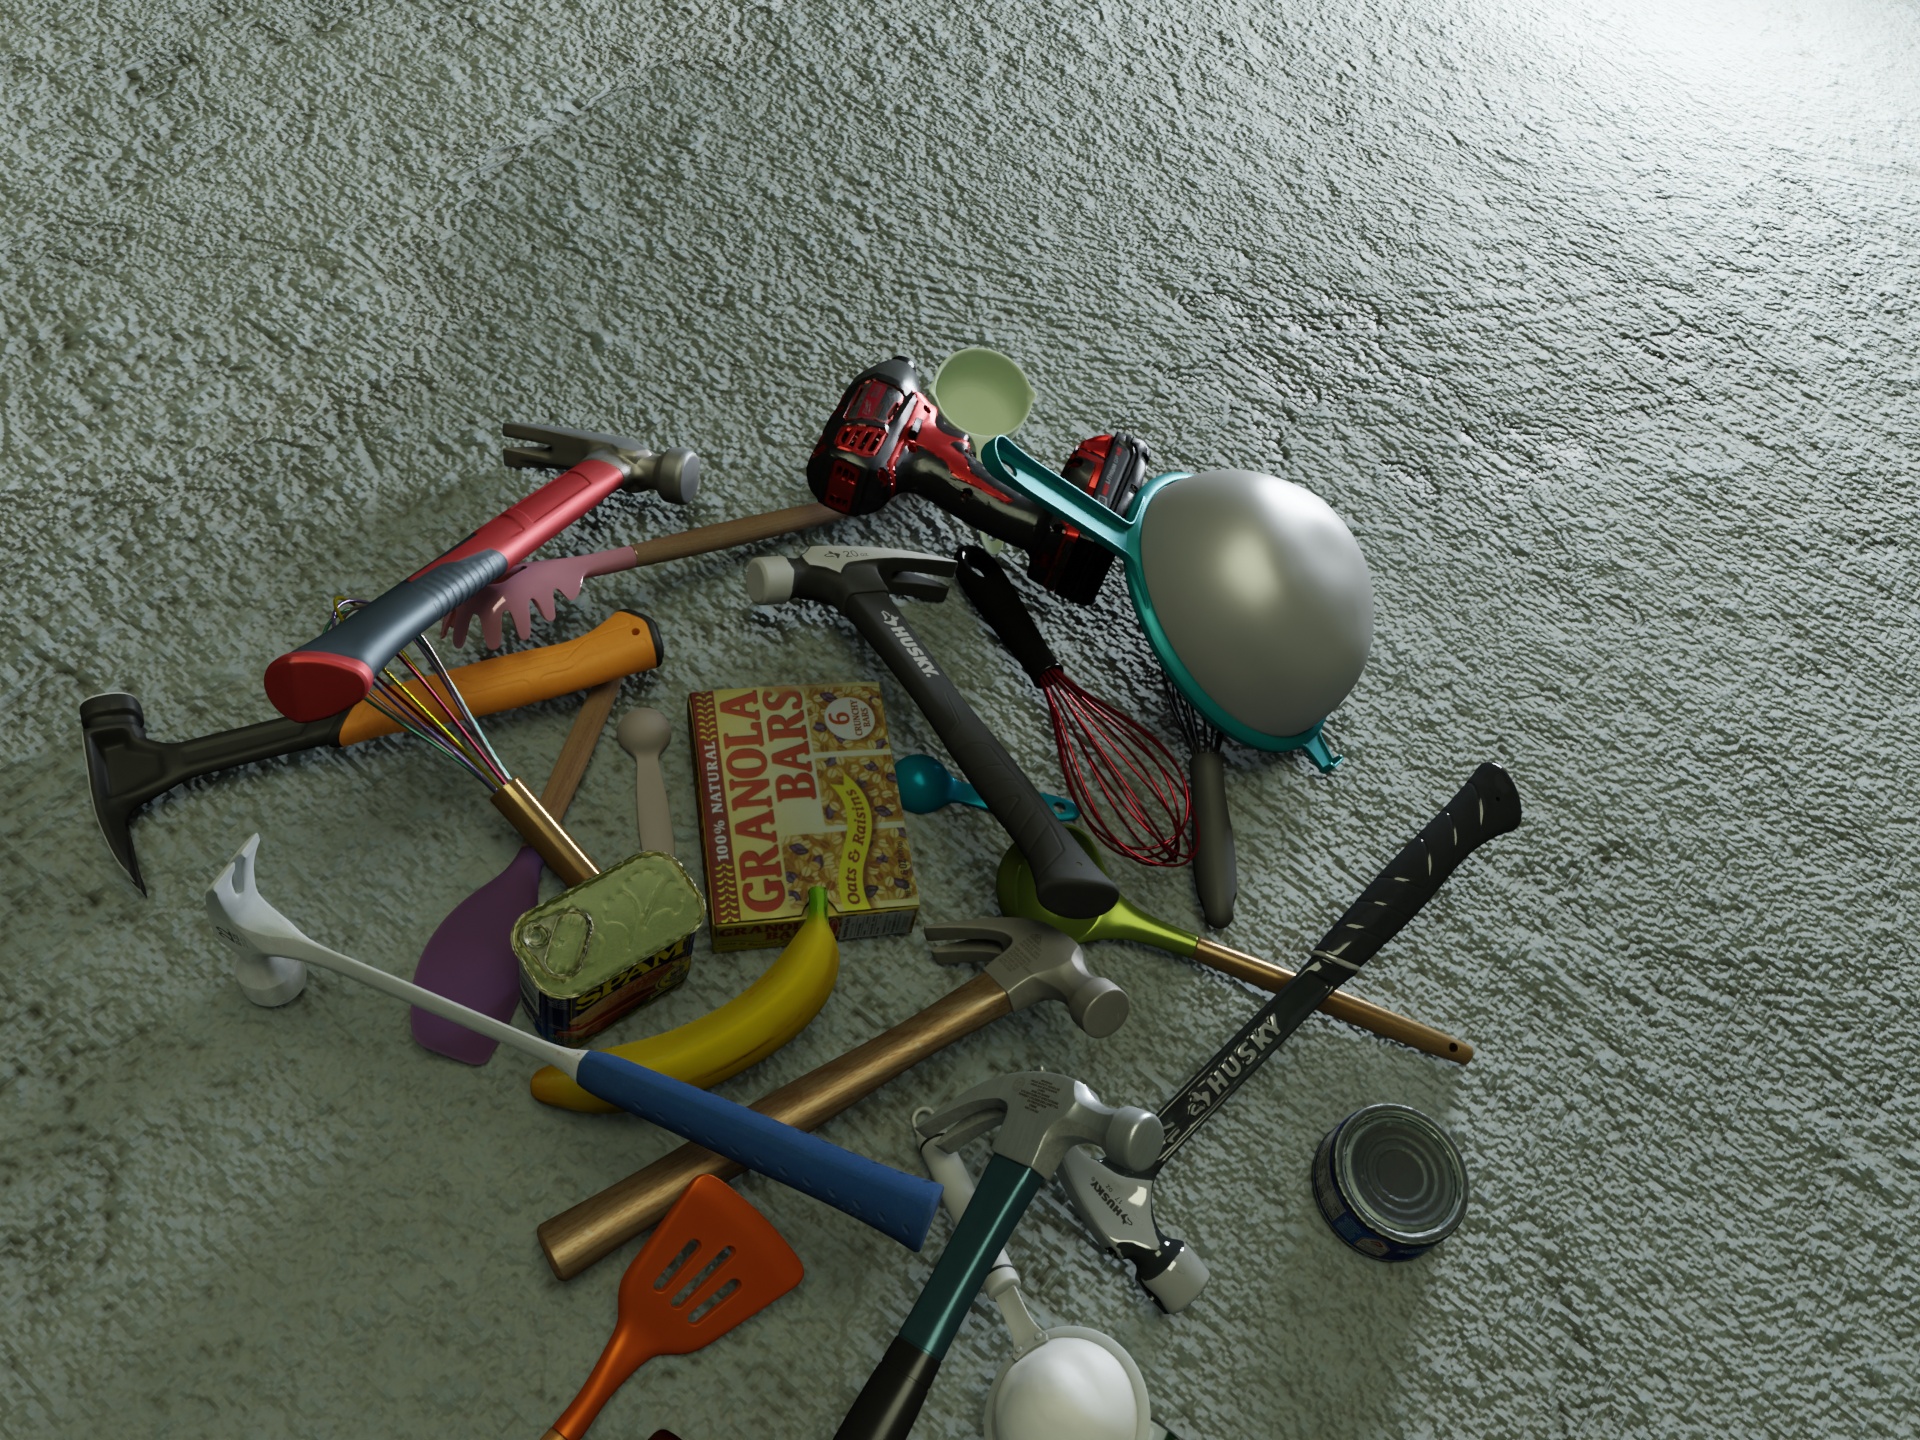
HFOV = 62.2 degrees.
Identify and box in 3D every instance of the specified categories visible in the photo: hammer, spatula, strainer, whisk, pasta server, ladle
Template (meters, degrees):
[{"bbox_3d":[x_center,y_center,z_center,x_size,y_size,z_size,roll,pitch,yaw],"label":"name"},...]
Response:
[{"bbox_3d":[-0.342,0.000,0.961,0.337,0.034,0.127,-17,61,-18],"label":"hammer"},{"bbox_3d":[-0.201,0.170,0.805,0.405,0.144,0.035,21,54,7],"label":"hammer"},{"bbox_3d":[-0.076,0.204,0.876,0.331,0.031,0.130,-27,32,-19],"label":"hammer"},{"bbox_3d":[-0.252,0.058,0.964,0.059,0.018,0.316,25,54,-13],"label":"spatula"},{"bbox_3d":[0.022,0.297,0.819,0.087,0.050,0.259,-35,43,1],"label":"strainer"},{"bbox_3d":[0.069,-0.015,1.066,0.073,0.073,0.296,-18,56,-23],"label":"whisk"},{"bbox_3d":[-0.002,-0.003,0.994,0.146,0.035,0.335,-8,44,-33],"label":"hammer"},{"bbox_3d":[0.166,-0.115,1.034,0.340,0.095,0.211,27,51,-34],"label":"strainer"},{"bbox_3d":[-0.194,-0.107,1.054,0.316,0.040,0.060,-20,30,-38],"label":"pasta server"},{"bbox_3d":[-0.026,0.321,0.779,0.128,0.033,0.331,10,61,46],"label":"hammer"},{"bbox_3d":[-0.205,0.364,0.758,0.081,0.041,0.323,48,58,-10],"label":"spatula"},{"bbox_3d":[0.172,0.148,0.980,0.320,0.062,0.078,22,75,-1],"label":"ladle"},{"bbox_3d":[-0.282,0.024,0.924,0.051,0.047,0.245,-43,96,-25],"label":"whisk"},{"bbox_3d":[0.209,0.154,0.955,0.409,0.036,0.149,-39,85,-25],"label":"hammer"},{"bbox_3d":[0.165,0.027,1.065,0.055,0.055,0.239,6,60,-9],"label":"whisk"},{"bbox_3d":[-0.295,-0.102,0.944,0.143,0.038,0.386,11,29,10],"label":"hammer"}]

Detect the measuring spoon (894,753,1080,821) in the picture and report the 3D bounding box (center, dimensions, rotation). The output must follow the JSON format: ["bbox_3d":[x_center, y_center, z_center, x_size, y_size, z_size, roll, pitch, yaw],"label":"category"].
[{"bbox_3d":[0.017,0.045,1.031,0.128,0.021,0.042,10,55,-4],"label":"measuring spoon"}]

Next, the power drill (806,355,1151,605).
[{"bbox_3d":[0.013,-0.179,1.119,0.219,0.078,0.143,21,51,-1],"label":"power drill"}]

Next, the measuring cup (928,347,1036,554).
[{"bbox_3d":[0.016,-0.196,1.192,0.083,0.038,0.168,0,74,-13],"label":"measuring cup"}]

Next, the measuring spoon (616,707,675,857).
[{"bbox_3d":[-0.192,0.043,0.989,0.034,0.018,0.124,-4,59,-16],"label":"measuring spoon"}]
